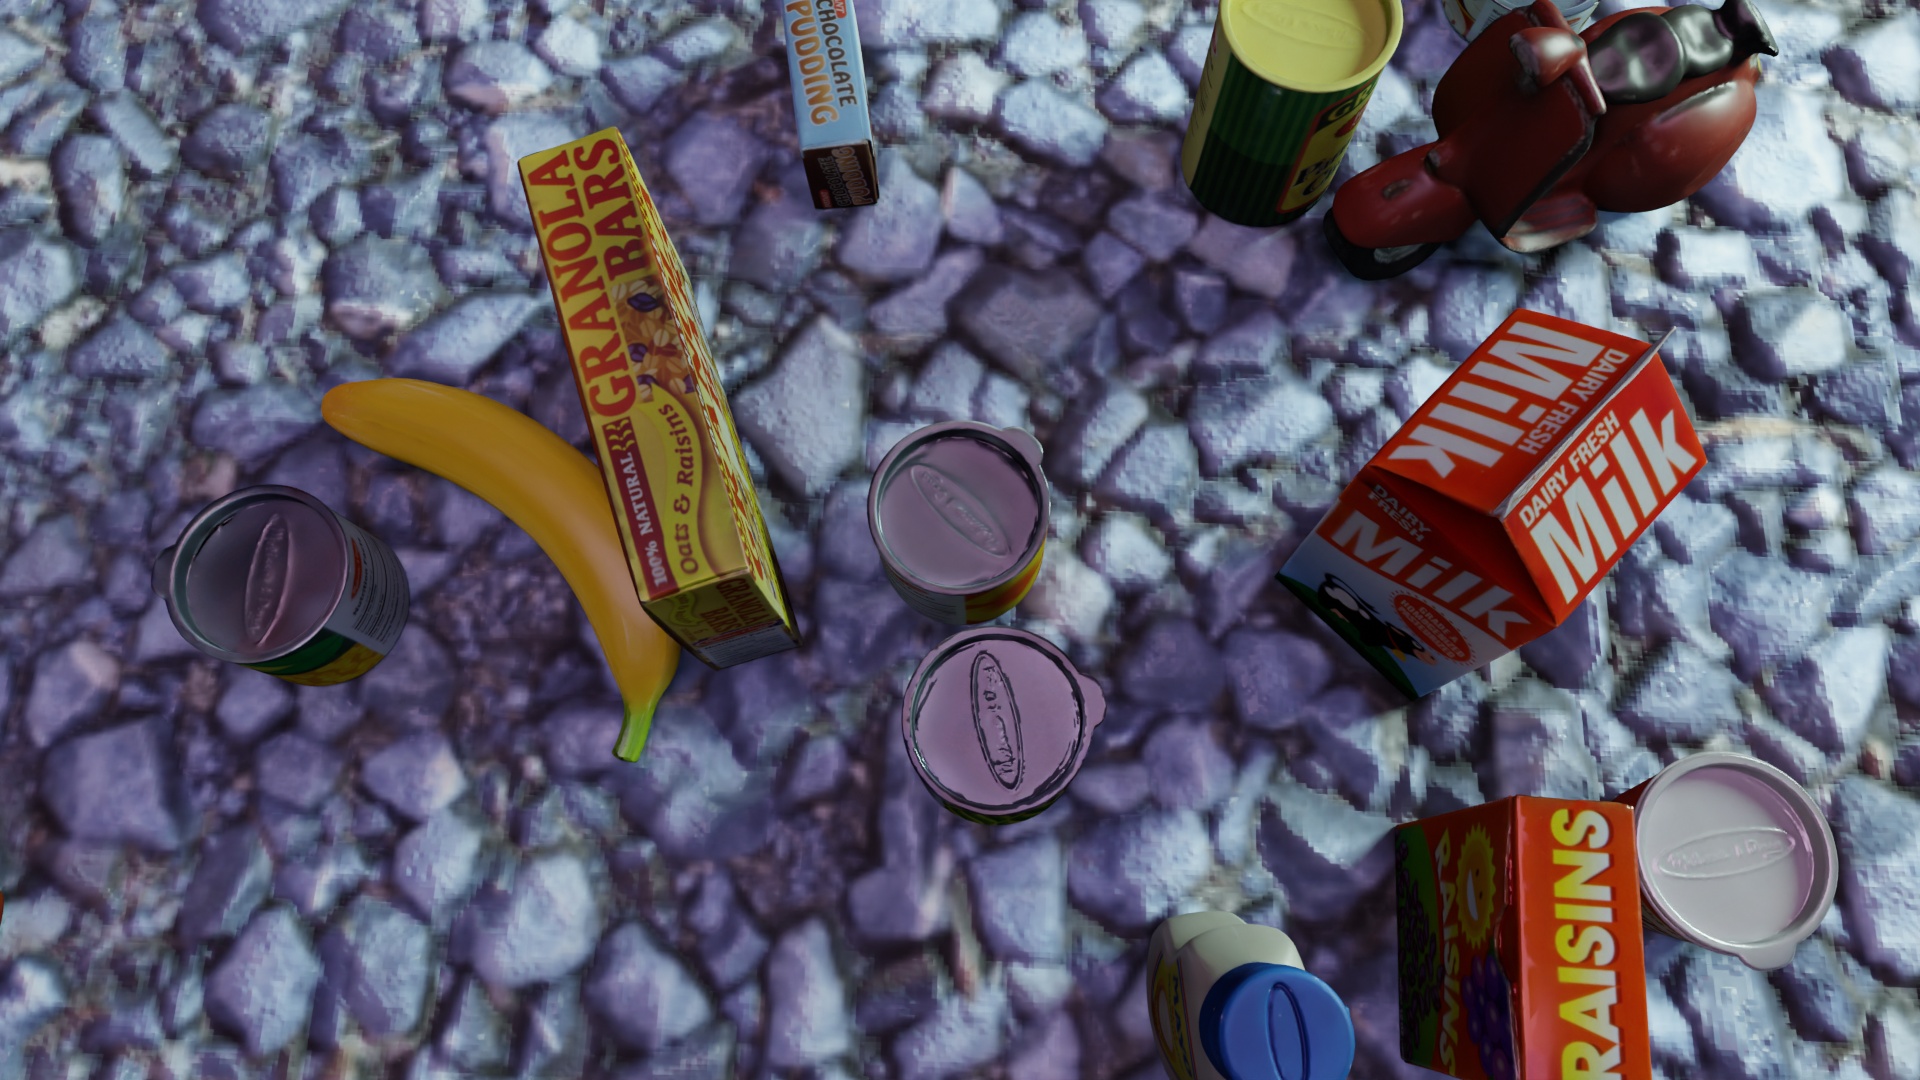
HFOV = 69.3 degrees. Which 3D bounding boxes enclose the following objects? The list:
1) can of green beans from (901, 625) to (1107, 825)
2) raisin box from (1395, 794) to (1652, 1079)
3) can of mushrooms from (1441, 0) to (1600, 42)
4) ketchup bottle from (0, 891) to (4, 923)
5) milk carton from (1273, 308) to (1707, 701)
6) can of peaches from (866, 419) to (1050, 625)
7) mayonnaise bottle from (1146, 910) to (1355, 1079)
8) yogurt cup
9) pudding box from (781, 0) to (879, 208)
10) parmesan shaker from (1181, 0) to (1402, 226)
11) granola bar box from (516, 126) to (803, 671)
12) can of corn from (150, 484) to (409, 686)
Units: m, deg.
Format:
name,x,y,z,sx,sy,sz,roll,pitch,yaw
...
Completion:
name,x,y,z,sx,sy,sz,roll,pitch,yaw
can of green beans,0.013,0.069,0.505,0.071,0.057,0.071,0,74,1
raisin box,0.176,0.131,0.450,0.040,0.123,0.086,4,75,2
can of mushrooms,0.246,-0.248,0.603,0.071,0.033,0.071,0,74,1
ketchup bottle,-0.382,0.133,0.446,0.043,0.148,0.065,22,76,7
milk carton,0.169,-0.009,0.455,0.073,0.190,0.072,43,80,12
can of peaches,0.002,-0.007,0.526,0.071,0.058,0.071,0,74,1
mayonnaise bottle,0.087,0.149,0.434,0.041,0.147,0.065,-7,75,-1
yogurt cup,0.261,0.111,0.490,0.072,0.053,0.072,0,74,1
pudding box,-0.054,-0.188,0.583,0.030,0.049,0.084,-8,74,-1
parmesan shaker,0.128,-0.179,0.550,0.071,0.103,0.071,0,75,1
granola bar box,-0.107,-0.044,0.504,0.039,0.124,0.166,-18,75,-4
can of corn,-0.253,0.019,0.523,0.071,0.058,0.071,0,74,1
